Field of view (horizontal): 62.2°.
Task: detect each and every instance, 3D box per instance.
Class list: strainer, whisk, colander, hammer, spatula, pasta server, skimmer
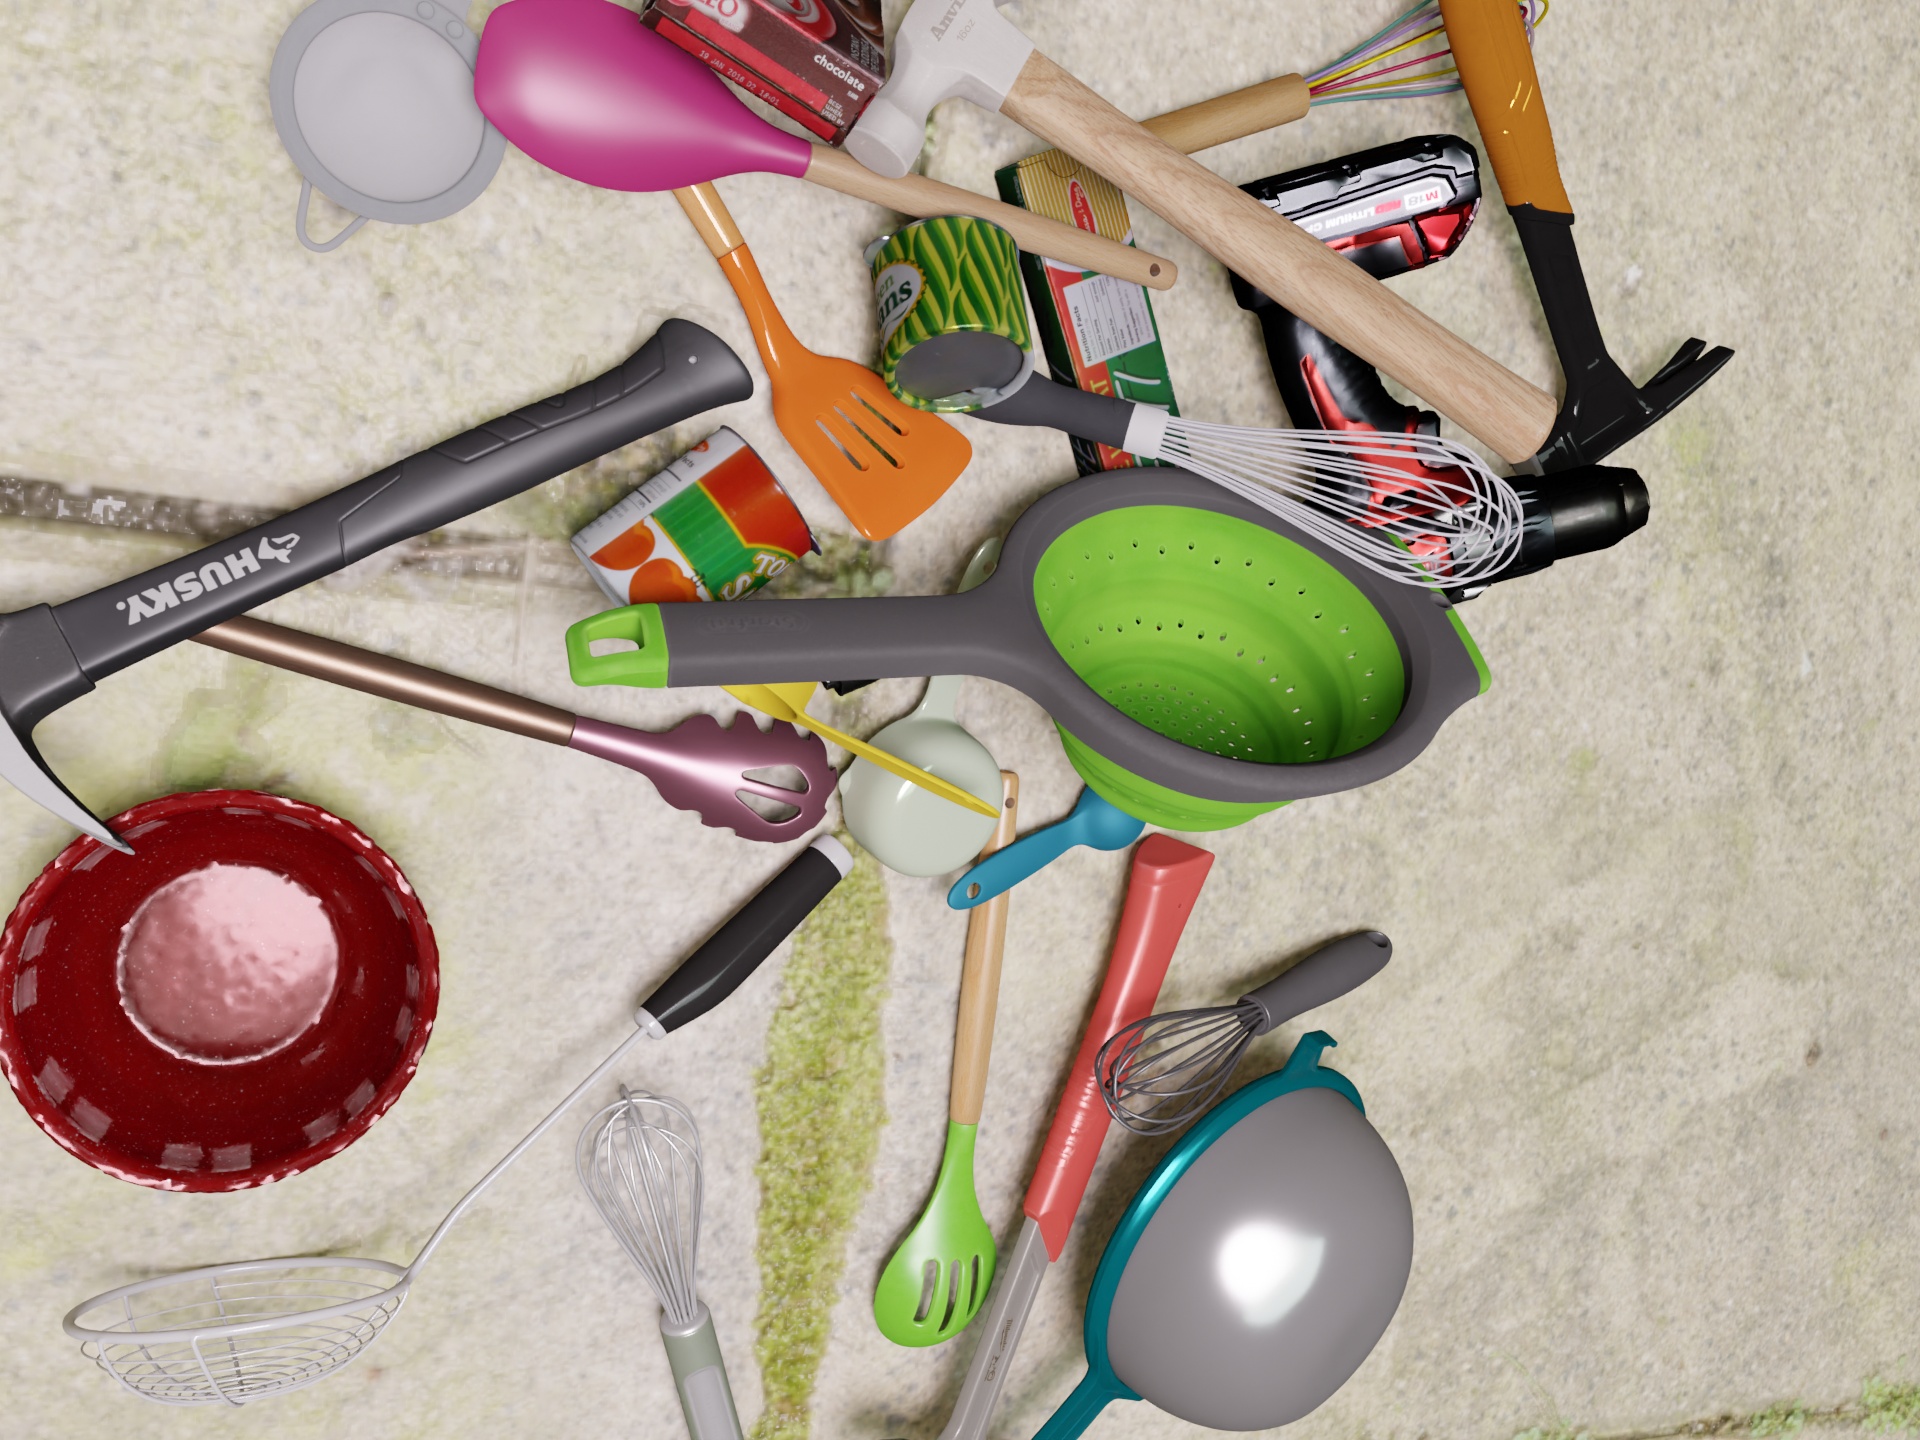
[{"bbox_3d":[0.126,0.336,0.817,0.340,0.095,0.210,-42,135,-17],"label":"strainer"},{"bbox_3d":[-0.134,0.282,0.766,0.058,0.059,0.246,-17,112,-19],"label":"whisk"},{"bbox_3d":[0.184,-0.314,0.776,0.245,0.047,0.051,-22,110,-14],"label":"whisk"},{"bbox_3d":[0.030,-0.013,0.697,0.397,0.205,0.094,-3,138,-19],"label":"colander"},{"bbox_3d":[0.121,-0.213,0.686,0.331,0.031,0.130,30,80,-11],"label":"hammer"},{"bbox_3d":[-0.105,-0.224,0.672,0.081,0.041,0.322,-47,115,-34],"label":"spatula"},{"bbox_3d":[-0.197,-0.005,0.691,0.316,0.040,0.060,18,94,-21],"label":"pasta server"},{"bbox_3d":[0.060,0.234,0.831,0.149,0.037,0.359,24,86,-50],"label":"hammer"},{"bbox_3d":[-0.233,-0.077,0.635,0.335,0.035,0.146,-29,86,-20],"label":"hammer"},{"bbox_3d":[-0.200,0.154,0.694,0.363,0.127,0.090,-43,99,-21],"label":"skimmer"},{"bbox_3d":[-0.184,-0.293,0.610,0.086,0.050,0.258,30,95,-27],"label":"strainer"},{"bbox_3d":[0.157,0.155,0.833,0.239,0.055,0.055,-18,109,-40],"label":"whisk"},{"bbox_3d":[0.289,-0.279,0.792,0.127,0.034,0.336,-34,122,0],"label":"hammer"},{"bbox_3d":[0.116,-0.124,0.725,0.284,0.070,0.070,17,95,6],"label":"whisk"}]

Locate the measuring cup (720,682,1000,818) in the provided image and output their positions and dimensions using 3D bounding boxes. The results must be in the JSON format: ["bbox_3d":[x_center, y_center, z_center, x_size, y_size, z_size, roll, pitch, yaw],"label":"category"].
[{"bbox_3d":[-0.047,-0.003,0.714,0.156,0.062,0.029,28,75,-2],"label":"measuring cup"}]

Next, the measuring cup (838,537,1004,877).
[{"bbox_3d":[-0.001,-0.002,0.748,0.083,0.038,0.167,7,109,-34],"label":"measuring cup"}]

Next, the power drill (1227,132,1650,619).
[{"bbox_3d":[0.228,-0.163,0.776,0.188,0.080,0.226,-13,109,9],"label":"power drill"}]

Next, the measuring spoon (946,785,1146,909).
[{"bbox_3d":[0.048,0.065,0.795,0.128,0.021,0.042,-27,114,-30],"label":"measuring spoon"}]

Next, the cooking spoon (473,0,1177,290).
[{"bbox_3d":[-0.042,-0.230,0.672,0.318,0.017,0.068,9,101,-27],"label":"cooking spoon"}]

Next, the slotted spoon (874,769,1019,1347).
[{"bbox_3d":[0.003,0.180,0.814,0.070,0.031,0.313,3,99,-30],"label":"slotted spoon"}]
